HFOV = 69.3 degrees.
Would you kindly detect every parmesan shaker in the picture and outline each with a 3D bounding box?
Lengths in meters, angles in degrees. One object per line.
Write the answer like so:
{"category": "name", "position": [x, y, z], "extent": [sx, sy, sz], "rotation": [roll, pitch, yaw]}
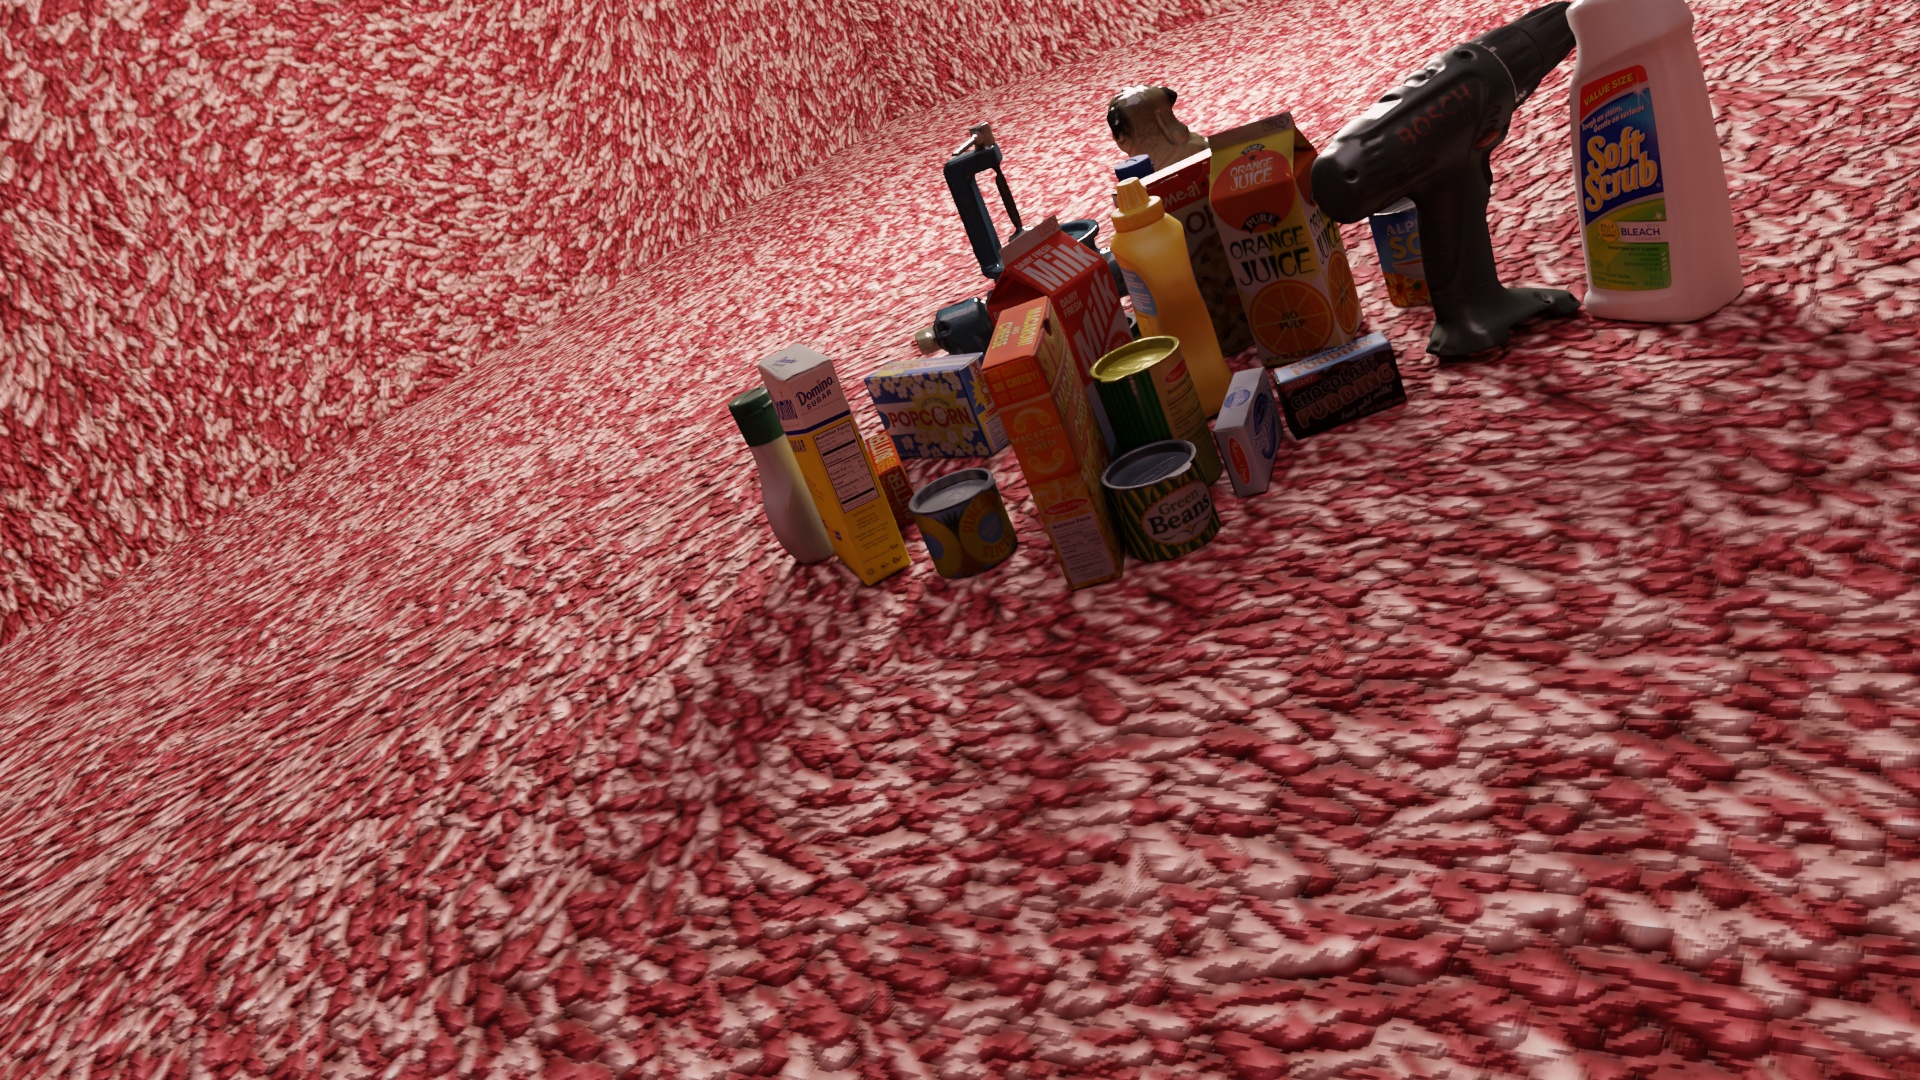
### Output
{"category": "parmesan shaker", "position": [0.139, -0.085, 0.994], "extent": [0.071, 0.102, 0.071], "rotation": [-20, 23, 9]}

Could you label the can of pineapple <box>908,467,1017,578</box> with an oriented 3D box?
{"category": "can of pineapple", "position": [0.004, -0.013, 1.022], "extent": [0.071, 0.057, 0.071], "rotation": [-20, 23, 9]}

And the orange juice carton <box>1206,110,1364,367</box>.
{"category": "orange juice carton", "position": [0.258, -0.243, 1.116], "extent": [0.071, 0.192, 0.073], "rotation": [-8, 27, 34]}

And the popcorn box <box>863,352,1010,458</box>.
{"category": "popcorn box", "position": [-0.019, -0.119, 1.244], "extent": [0.126, 0.085, 0.038], "rotation": [2, 33, 46]}

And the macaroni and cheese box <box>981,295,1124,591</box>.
{"category": "macaroni and cheese box", "position": [0.068, -0.069, 0.943], "extent": [0.040, 0.166, 0.124], "rotation": [-17, 23, 16]}

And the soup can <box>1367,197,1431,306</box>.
{"category": "soup can", "position": [0.378, -0.243, 1.143], "extent": [0.071, 0.083, 0.071], "rotation": [-20, 23, 9]}

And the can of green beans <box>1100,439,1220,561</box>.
{"category": "can of green beans", "position": [0.134, -0.027, 0.928], "extent": [0.071, 0.057, 0.071], "rotation": [-20, 23, 9]}

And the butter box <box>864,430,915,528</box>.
{"category": "butter box", "position": [-0.057, -0.053, 1.175], "extent": [0.024, 0.053, 0.104], "rotation": [-23, 22, 0]}

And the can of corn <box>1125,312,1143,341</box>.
{"category": "can of corn", "position": [0.135, -0.159, 1.222], "extent": [0.071, 0.058, 0.071], "rotation": [-20, 23, 9]}

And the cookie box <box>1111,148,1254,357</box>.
{"category": "cookie box", "position": [0.215, -0.244, 1.191], "extent": [0.123, 0.167, 0.040], "rotation": [-26, 22, -6]}

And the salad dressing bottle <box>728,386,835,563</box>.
{"category": "salad dressing bottle", "position": [-0.142, -0.054, 1.134], "extent": [0.044, 0.147, 0.064], "rotation": [-1, 31, 44]}

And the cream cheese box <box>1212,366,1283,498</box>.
{"category": "cream cheese box", "position": [0.204, -0.078, 0.981], "extent": [0.024, 0.053, 0.104], "rotation": [-12, 25, 26]}

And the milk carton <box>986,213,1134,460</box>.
{"category": "milk carton", "position": [0.084, -0.152, 1.081], "extent": [0.073, 0.190, 0.073], "rotation": [2, 34, 47]}

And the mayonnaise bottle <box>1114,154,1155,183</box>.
{"category": "mayonnaise bottle", "position": [0.192, -0.305, 1.373], "extent": [0.041, 0.147, 0.065], "rotation": [-23, 22, 1]}

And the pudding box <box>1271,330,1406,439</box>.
{"category": "pudding box", "position": [0.272, -0.112, 0.997], "extent": [0.083, 0.049, 0.030], "rotation": [-20, 22, 8]}
